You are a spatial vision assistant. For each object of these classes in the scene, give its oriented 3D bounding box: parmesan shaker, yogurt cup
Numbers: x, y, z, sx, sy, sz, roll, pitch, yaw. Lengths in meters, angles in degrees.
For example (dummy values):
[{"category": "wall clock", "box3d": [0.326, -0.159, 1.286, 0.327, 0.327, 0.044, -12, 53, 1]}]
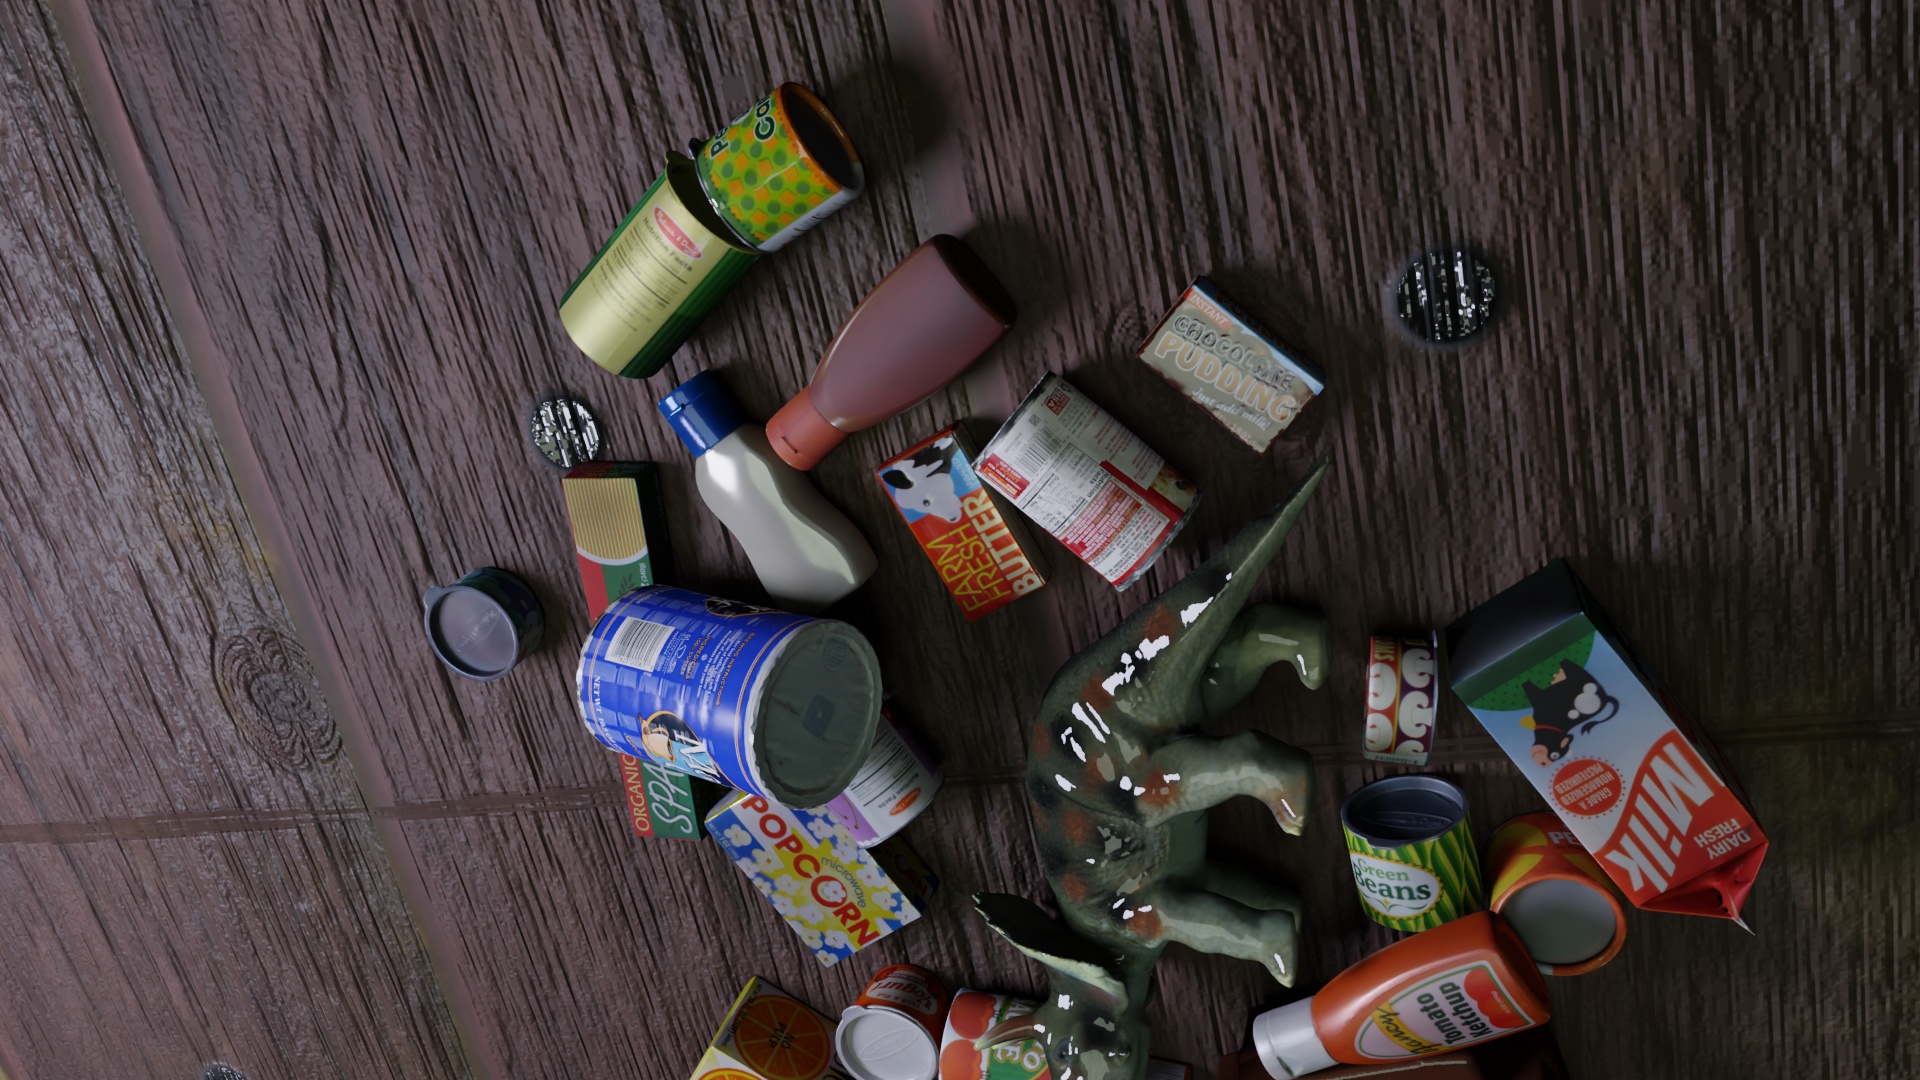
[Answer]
[{"category": "parmesan shaker", "box3d": [-0.160, -0.145, 0.739, 0.071, 0.071, 0.102, 46, 117, -5]}, {"category": "yogurt cup", "box3d": [-0.040, 0.312, 0.895, 0.072, 0.054, 0.072, 6, 113, 14]}]

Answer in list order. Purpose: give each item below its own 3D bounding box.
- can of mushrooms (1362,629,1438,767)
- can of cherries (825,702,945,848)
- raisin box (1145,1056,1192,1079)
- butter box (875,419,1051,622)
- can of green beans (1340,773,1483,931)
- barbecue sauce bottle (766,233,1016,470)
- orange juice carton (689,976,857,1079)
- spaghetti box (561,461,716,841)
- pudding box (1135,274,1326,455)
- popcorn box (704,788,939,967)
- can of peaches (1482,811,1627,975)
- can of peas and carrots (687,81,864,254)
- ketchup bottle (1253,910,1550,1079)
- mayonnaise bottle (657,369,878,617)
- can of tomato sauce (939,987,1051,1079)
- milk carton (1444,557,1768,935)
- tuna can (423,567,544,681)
[{"category": "can of mushrooms", "box3d": [0.228, 0.080, 0.720, 0.033, 0.071, 0.070, 4, 112, 15]}, {"category": "can of cherries", "box3d": [-0.053, 0.139, 0.824, 0.071, 0.072, 0.058, -35, 98, 25]}, {"category": "raisin box", "box3d": [0.114, 0.390, 0.844, 0.040, 0.124, 0.085, 6, 113, 13]}, {"category": "butter box", "box3d": [0.003, -0.010, 0.770, 0.053, 0.024, 0.103, -27, 102, 23]}, {"category": "can of green beans", "box3d": [0.244, 0.168, 0.750, 0.071, 0.071, 0.057, -9, 109, 19]}, {"category": "barbecue sauce bottle", "box3d": [-0.043, -0.093, 0.739, 0.148, 0.044, 0.065, -38, 97, 26]}, {"category": "orange juice carton", "box3d": [-0.083, 0.383, 0.926, 0.193, 0.072, 0.072, 30, 117, 3]}, {"category": "spaghetti box", "box3d": [-0.194, 0.074, 0.857, 0.050, 0.029, 0.249, 0, 111, 17]}, {"category": "pudding box", "box3d": [0.136, -0.088, 0.697, 0.084, 0.030, 0.049, 38, 115, -2]}, {"category": "popcorn box", "box3d": [-0.087, 0.196, 0.870, 0.085, 0.038, 0.126, -35, 99, 24]}, {"category": "can of peaches", "box3d": [0.317, 0.187, 0.741, 0.071, 0.058, 0.071, 6, 113, 14]}, {"category": "can of peas and carrots", "box3d": [-0.092, -0.190, 0.700, 0.058, 0.071, 0.071, -28, 102, 23]}, {"category": "ketchup bottle", "box3d": [0.228, 0.247, 0.735, 0.148, 0.044, 0.064, -30, 108, 27]}, {"category": "mayonnaise bottle", "box3d": [-0.112, -0.027, 0.787, 0.064, 0.041, 0.148, -31, 99, 30]}, {"category": "can of tomato sauce", "box3d": [0.035, 0.319, 0.870, 0.083, 0.071, 0.071, 6, 113, 14]}, {"category": "milk carton", "box3d": [0.333, 0.110, 0.698, 0.073, 0.072, 0.190, -38, 97, 25]}, {"category": "tuna can", "box3d": [-0.301, 0.051, 0.876, 0.071, 0.033, 0.070, 6, 113, 14]}]
